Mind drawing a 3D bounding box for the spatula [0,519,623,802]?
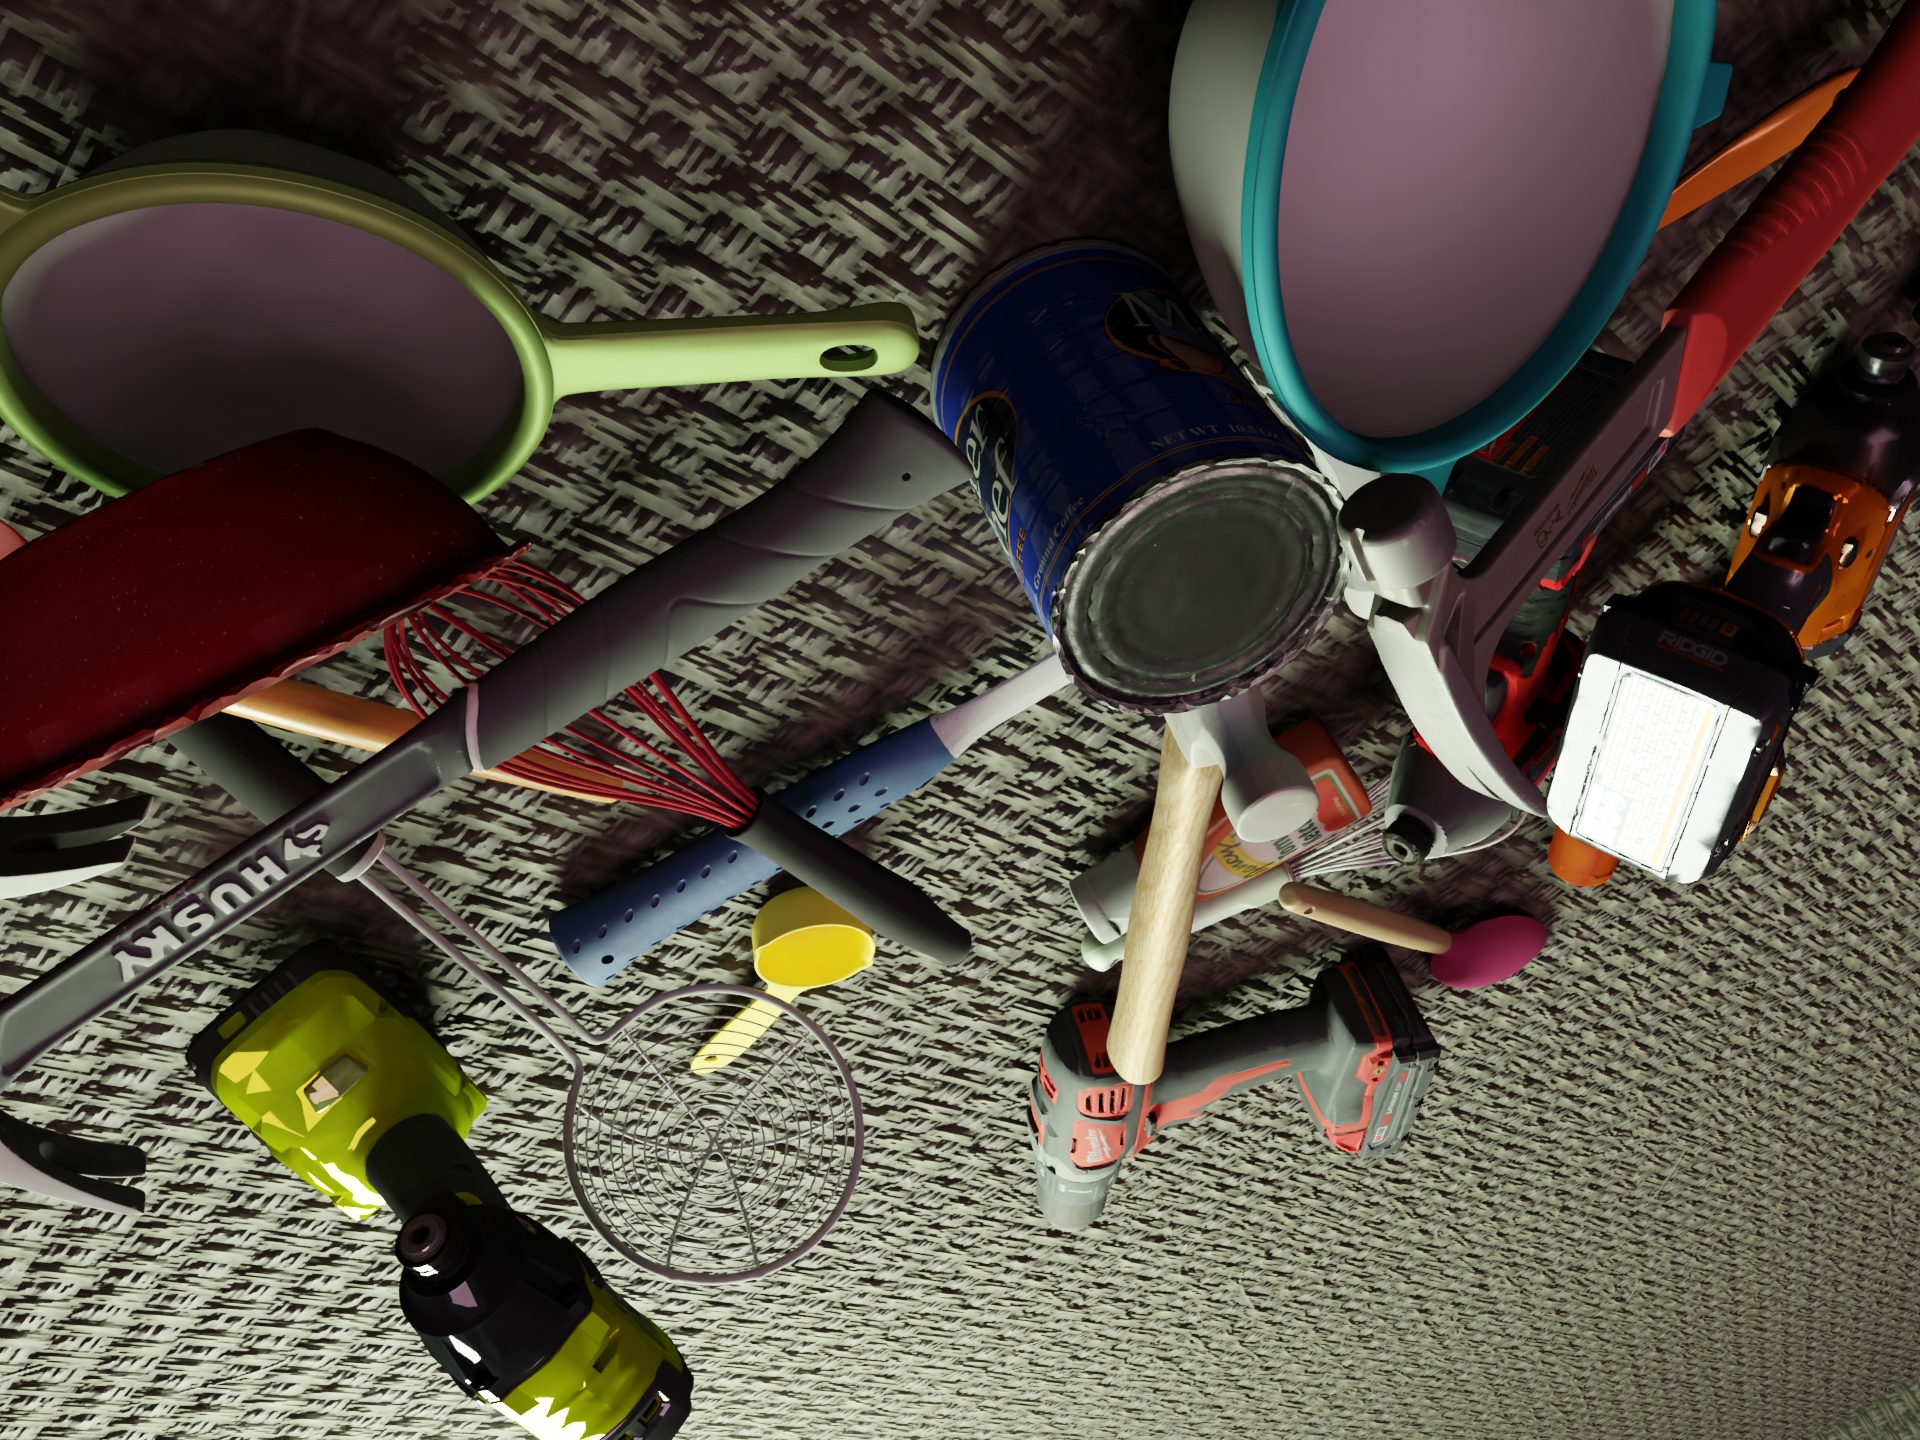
[{"bbox_3d":[-0.236,-0.011,0.538,0.322,0.041,0.081,23,99,-55],"label":"spatula"}]

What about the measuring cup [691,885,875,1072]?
[{"bbox_3d":[-0.096,0.128,0.780,0.062,0.029,0.156,13,138,-32],"label":"measuring cup"}]

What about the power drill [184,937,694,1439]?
[{"bbox_3d":[-0.210,0.187,0.631,0.080,0.223,0.171,-43,140,-19],"label":"power drill"}]

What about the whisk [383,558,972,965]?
[{"bbox_3d":[-0.098,0.027,0.616,0.073,0.073,0.295,-41,125,18],"label":"whisk"}]

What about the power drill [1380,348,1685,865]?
[{"bbox_3d":[0.230,-0.039,0.677,0.143,0.079,0.219,-43,145,-26],"label":"power drill"}]

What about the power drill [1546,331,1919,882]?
[{"bbox_3d":[0.344,-0.056,0.683,0.226,0.084,0.164,-42,145,-31],"label":"power drill"}]

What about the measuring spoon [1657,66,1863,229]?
[{"bbox_3d":[0.302,-0.214,0.616,0.117,0.011,0.021,-34,135,11],"label":"measuring spoon"}]

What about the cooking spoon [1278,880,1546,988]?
[{"bbox_3d":[0.254,0.119,0.878,0.068,0.017,0.318,-42,144,22],"label":"cooking spoon"}]

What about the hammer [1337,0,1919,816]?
[{"bbox_3d":[0.267,-0.138,0.546,0.359,0.037,0.149,-48,130,-11],"label":"hammer"}]

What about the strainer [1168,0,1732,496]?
[{"bbox_3d":[0.099,-0.218,0.451,0.211,0.095,0.340,-54,136,-1],"label":"strainer"}]

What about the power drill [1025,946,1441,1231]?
[{"bbox_3d":[0.148,0.225,0.933,0.226,0.080,0.187,-8,134,-11],"label":"power drill"}]

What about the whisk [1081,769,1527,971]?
[{"bbox_3d":[0.176,0.074,0.820,0.246,0.059,0.057,-25,164,8],"label":"whisk"}]

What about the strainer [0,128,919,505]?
[{"bbox_3d":[-0.142,-0.124,0.462,0.256,0.069,0.151,-5,153,-11],"label":"strainer"}]

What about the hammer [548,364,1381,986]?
[{"bbox_3d":[-0.001,-0.002,0.679,0.405,0.035,0.143,-30,136,7],"label":"hammer"}]

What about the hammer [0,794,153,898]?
[{"bbox_3d":[-0.339,-0.069,0.464,0.146,0.035,0.334,4,129,-10],"label":"hammer"}]

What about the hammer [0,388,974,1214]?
[{"bbox_3d":[-0.172,0.018,0.518,0.409,0.036,0.149,-33,128,-3],"label":"hammer"}]

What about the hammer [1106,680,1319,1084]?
[{"bbox_3d":[0.088,0.072,0.689,0.031,0.130,0.331,-14,145,-10],"label":"hammer"}]

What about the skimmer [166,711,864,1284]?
[{"bbox_3d":[-0.176,0.091,0.619,0.362,0.090,0.127,51,57,-32],"label":"skimmer"}]
